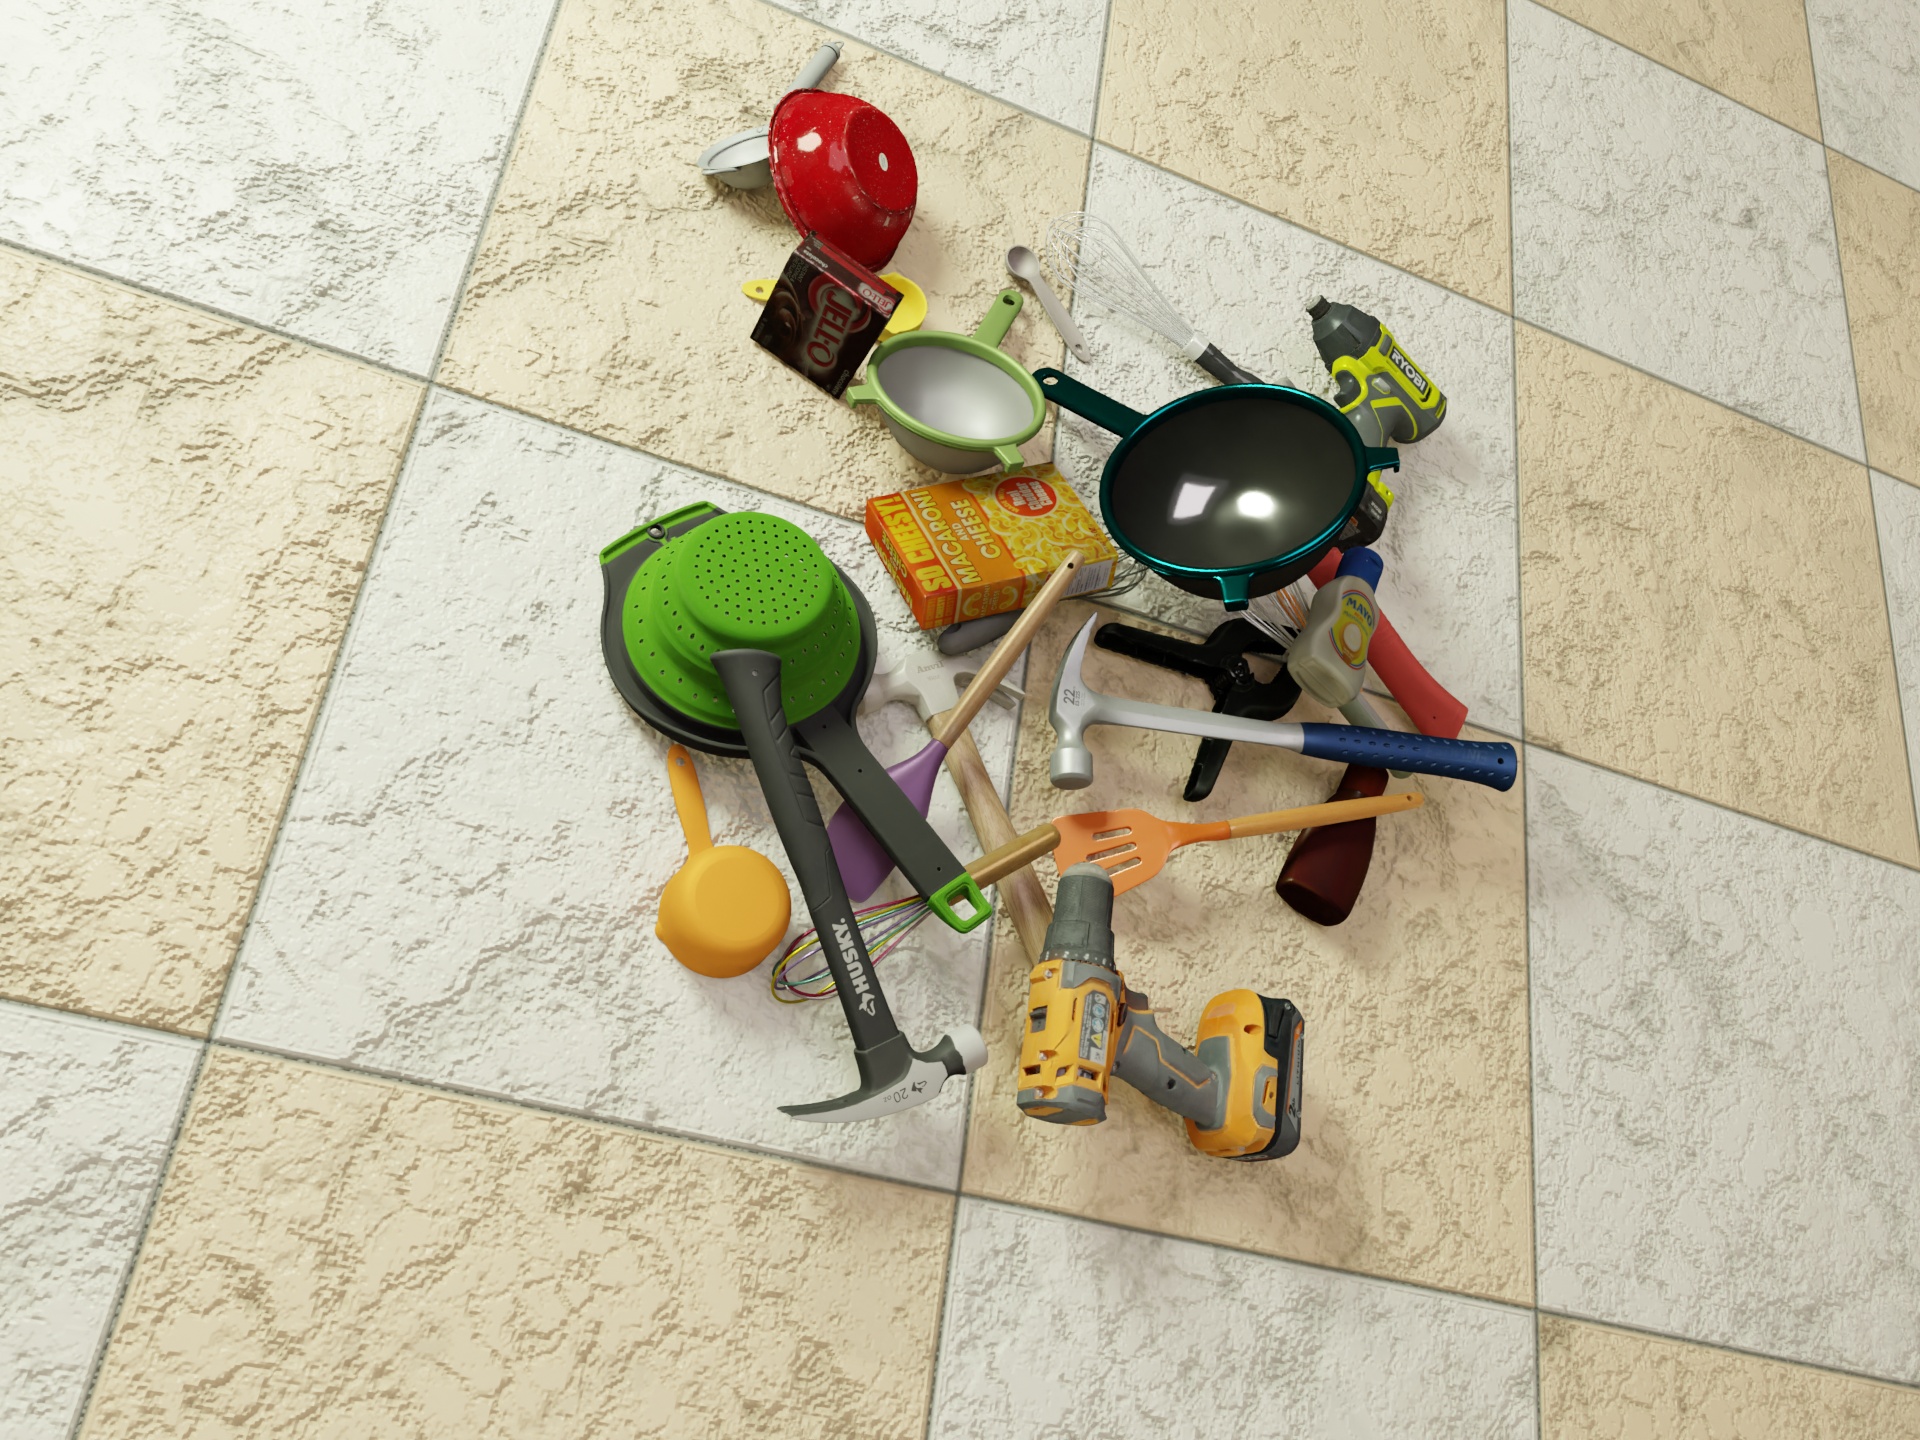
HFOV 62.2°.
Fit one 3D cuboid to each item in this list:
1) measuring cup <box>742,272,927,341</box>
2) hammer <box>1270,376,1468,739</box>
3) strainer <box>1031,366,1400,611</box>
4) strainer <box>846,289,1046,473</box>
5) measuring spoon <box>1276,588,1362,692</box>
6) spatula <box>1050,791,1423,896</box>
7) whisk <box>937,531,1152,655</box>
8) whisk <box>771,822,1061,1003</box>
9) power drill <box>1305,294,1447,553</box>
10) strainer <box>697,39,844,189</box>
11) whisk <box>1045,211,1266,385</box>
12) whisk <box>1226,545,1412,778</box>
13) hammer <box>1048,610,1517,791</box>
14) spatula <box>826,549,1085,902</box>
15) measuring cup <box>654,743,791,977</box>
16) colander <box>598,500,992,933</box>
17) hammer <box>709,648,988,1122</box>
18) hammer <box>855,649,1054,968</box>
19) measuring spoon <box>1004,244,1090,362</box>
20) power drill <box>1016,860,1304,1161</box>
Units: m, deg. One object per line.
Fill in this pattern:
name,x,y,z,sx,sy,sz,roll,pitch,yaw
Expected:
measuring cup,-0.107,-0.351,1.346,0.156,0.029,0.062,4,68,-10
hammer,0.322,-0.117,1.397,0.359,0.149,0.037,53,32,-9
strainer,0.183,-0.199,1.325,0.211,0.095,0.341,-41,51,-14
strainer,0.005,-0.284,1.348,0.151,0.069,0.256,23,43,2
measuring spoon,0.308,-0.067,1.379,0.117,0.011,0.021,51,52,-2
spatula,0.230,0.088,1.277,0.322,0.041,0.081,-7,65,-20
whisk,0.073,-0.101,1.291,0.239,0.055,0.055,-28,82,-34
whisk,-0.030,0.137,1.147,0.245,0.051,0.047,-27,105,-22
power drill,0.355,-0.278,1.471,0.171,0.080,0.223,41,56,-18
strainer,-0.154,-0.525,1.383,0.087,0.050,0.259,5,51,27
whisk,0.191,-0.364,1.461,0.284,0.070,0.070,37,59,-11
whisk,0.308,-0.047,1.347,0.246,0.059,0.058,50,27,-8
hammer,0.266,0.007,1.294,0.405,0.035,0.144,8,67,-14
spatula,-0.002,-0.004,1.191,0.060,0.018,0.316,36,79,4
measuring cup,-0.173,0.091,1.111,0.095,0.052,0.174,-11,76,-27
colander,-0.102,-0.021,1.128,0.204,0.094,0.397,-32,74,-29
hammer,-0.099,0.109,1.069,0.146,0.035,0.335,-22,96,-24
hammer,0.034,0.097,1.213,0.130,0.031,0.331,-18,78,-28
measuring spoon,0.078,-0.374,1.439,0.034,0.018,0.124,-35,93,-31
power drill,0.145,0.216,1.161,0.226,0.084,0.185,22,61,-28
